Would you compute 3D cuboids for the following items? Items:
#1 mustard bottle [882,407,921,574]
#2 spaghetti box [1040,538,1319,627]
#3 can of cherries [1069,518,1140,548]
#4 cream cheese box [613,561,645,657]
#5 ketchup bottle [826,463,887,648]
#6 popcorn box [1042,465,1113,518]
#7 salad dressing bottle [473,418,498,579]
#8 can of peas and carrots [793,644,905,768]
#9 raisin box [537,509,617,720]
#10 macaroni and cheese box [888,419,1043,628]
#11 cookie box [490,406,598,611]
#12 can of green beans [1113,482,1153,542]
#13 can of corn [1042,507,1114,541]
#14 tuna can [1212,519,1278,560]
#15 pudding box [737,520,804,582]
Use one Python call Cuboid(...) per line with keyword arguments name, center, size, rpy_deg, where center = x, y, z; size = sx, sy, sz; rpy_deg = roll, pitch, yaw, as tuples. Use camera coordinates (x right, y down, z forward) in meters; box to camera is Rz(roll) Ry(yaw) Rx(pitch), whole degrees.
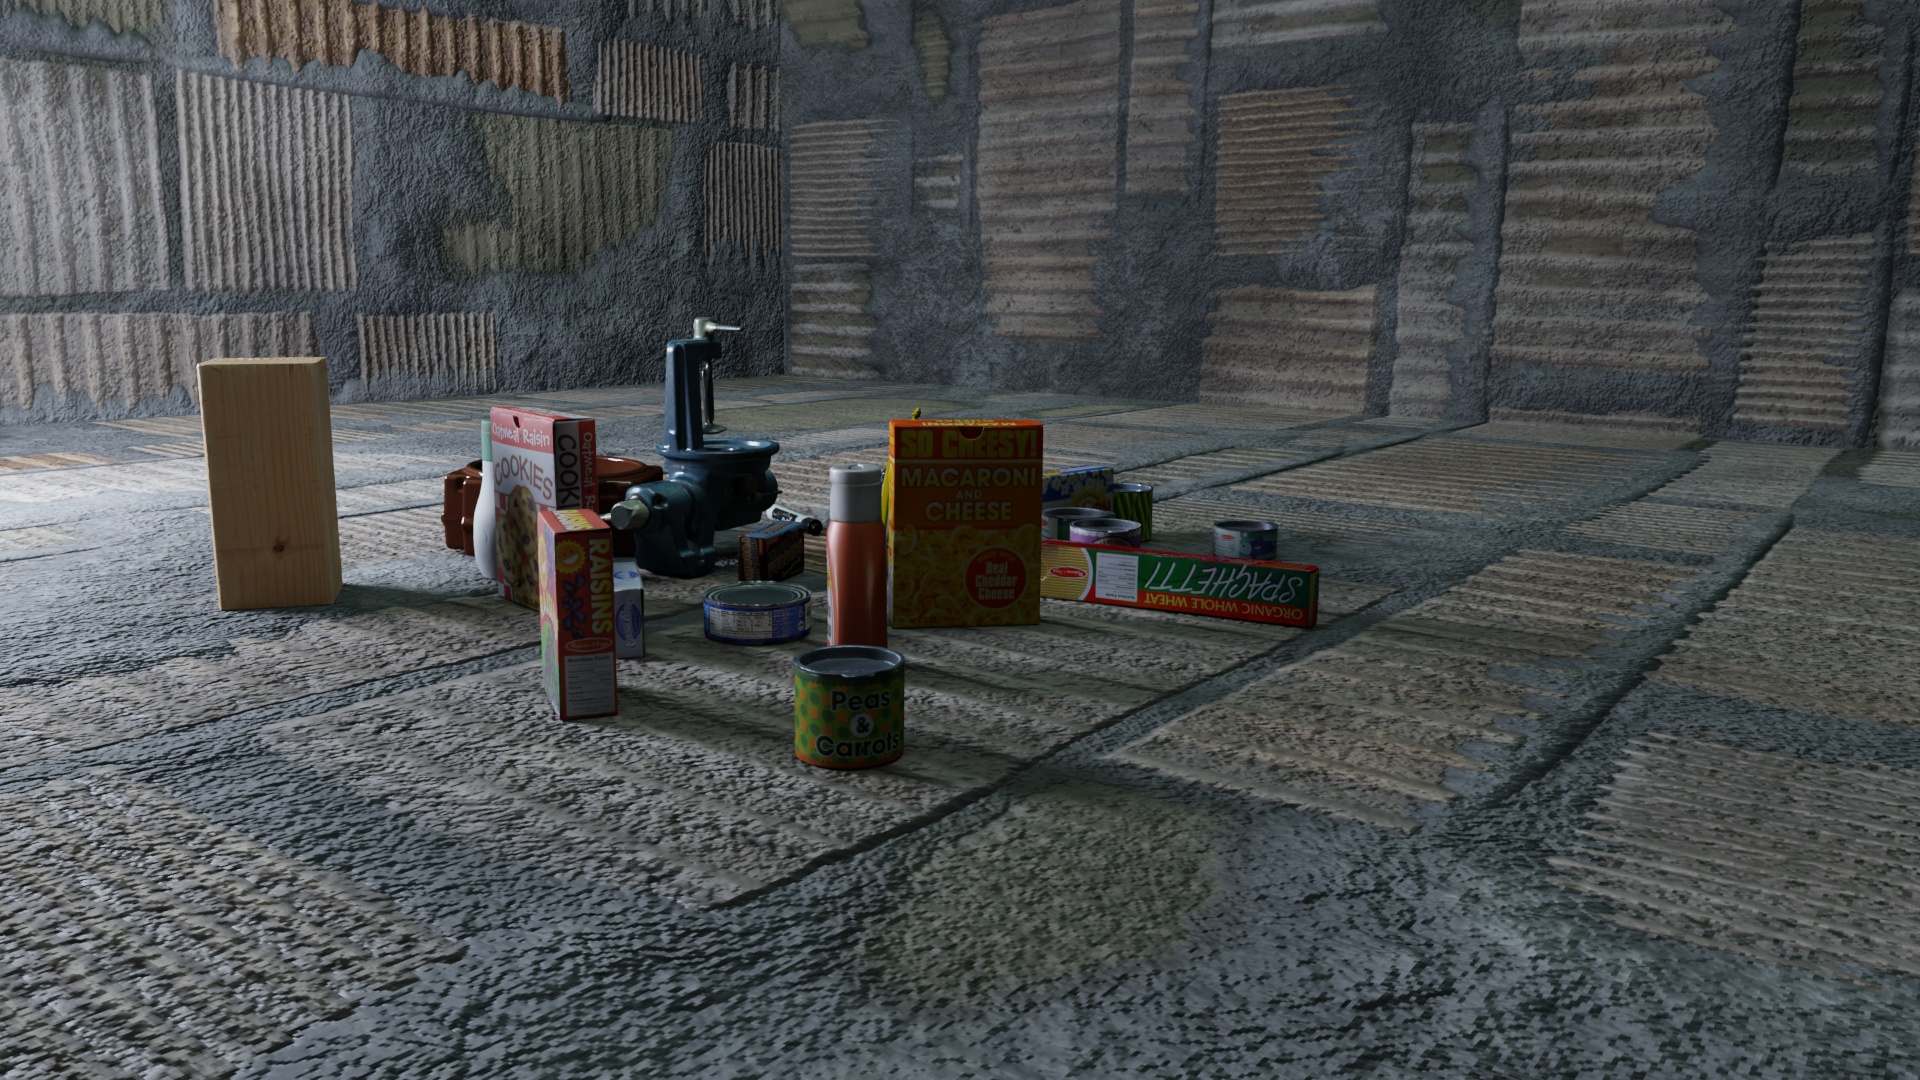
Cuboid(name="mustard bottle", center=(-0.046, -0.046, 1.318), size=(0.065, 0.160, 0.049), rpy_deg=(2, 10, 7))
Cuboid(name="spaghetti box", center=(0.183, 0.035, 1.194), size=(0.250, 0.050, 0.029), rpy_deg=(6, 11, 25))
Cuboid(name="can of cherries", center=(0.134, 0.013, 1.286), size=(0.071, 0.058, 0.071), rpy_deg=(1, 10, 0))
Cuboid(name="cream cheese box", center=(-0.258, 0.052, 1.069), size=(0.024, 0.053, 0.104), rpy_deg=(-2, 11, -16))
Cuboid(name="ketchup bottle", center=(-0.074, 0.021, 0.989), size=(0.043, 0.148, 0.065), rpy_deg=(0, 10, -2))
Cuboid(name="popcorn box", center=(0.106, -0.031, 1.450), size=(0.127, 0.085, 0.038), rpy_deg=(-9, 14, -43))
Cuboid(name="salad dressing bottle", center=(-0.424, -0.039, 1.291), size=(0.044, 0.147, 0.064), rpy_deg=(5, 11, 22))
Cuboid(name="can of peas and carrots", center=(-0.065, 0.098, 0.821), size=(0.071, 0.058, 0.071), rpy_deg=(1, 10, 0))
Cuboid(name="raisin box", center=(-0.252, 0.046, 0.913), size=(0.040, 0.123, 0.086), rpy_deg=(-4, 11, -23))
Cuboid(name="macaroni and cheese box", center=(0.004, -0.014, 1.133), size=(0.124, 0.166, 0.040), rpy_deg=(-1, 10, -9))
Cuboid(name="cookie box", center=(-0.351, -0.026, 1.171), size=(0.040, 0.167, 0.123), rpy_deg=(-8, 14, -41))
Cuboid(name="can of green beans", center=(0.178, -0.030, 1.524), size=(0.071, 0.057, 0.071), rpy_deg=(1, 10, 0))
Cuboid(name="can of corn", center=(0.114, 0.001, 1.350), size=(0.071, 0.058, 0.071), rpy_deg=(1, 10, 0))
Cuboid(name="tuna can", center=(0.297, -0.001, 1.439), size=(0.071, 0.032, 0.071), rpy_deg=(1, 11, 0))
Cuboid(name="pudding box", center=(-0.177, 0.012, 1.299), size=(0.030, 0.049, 0.084), rpy_deg=(4, 11, 19))
